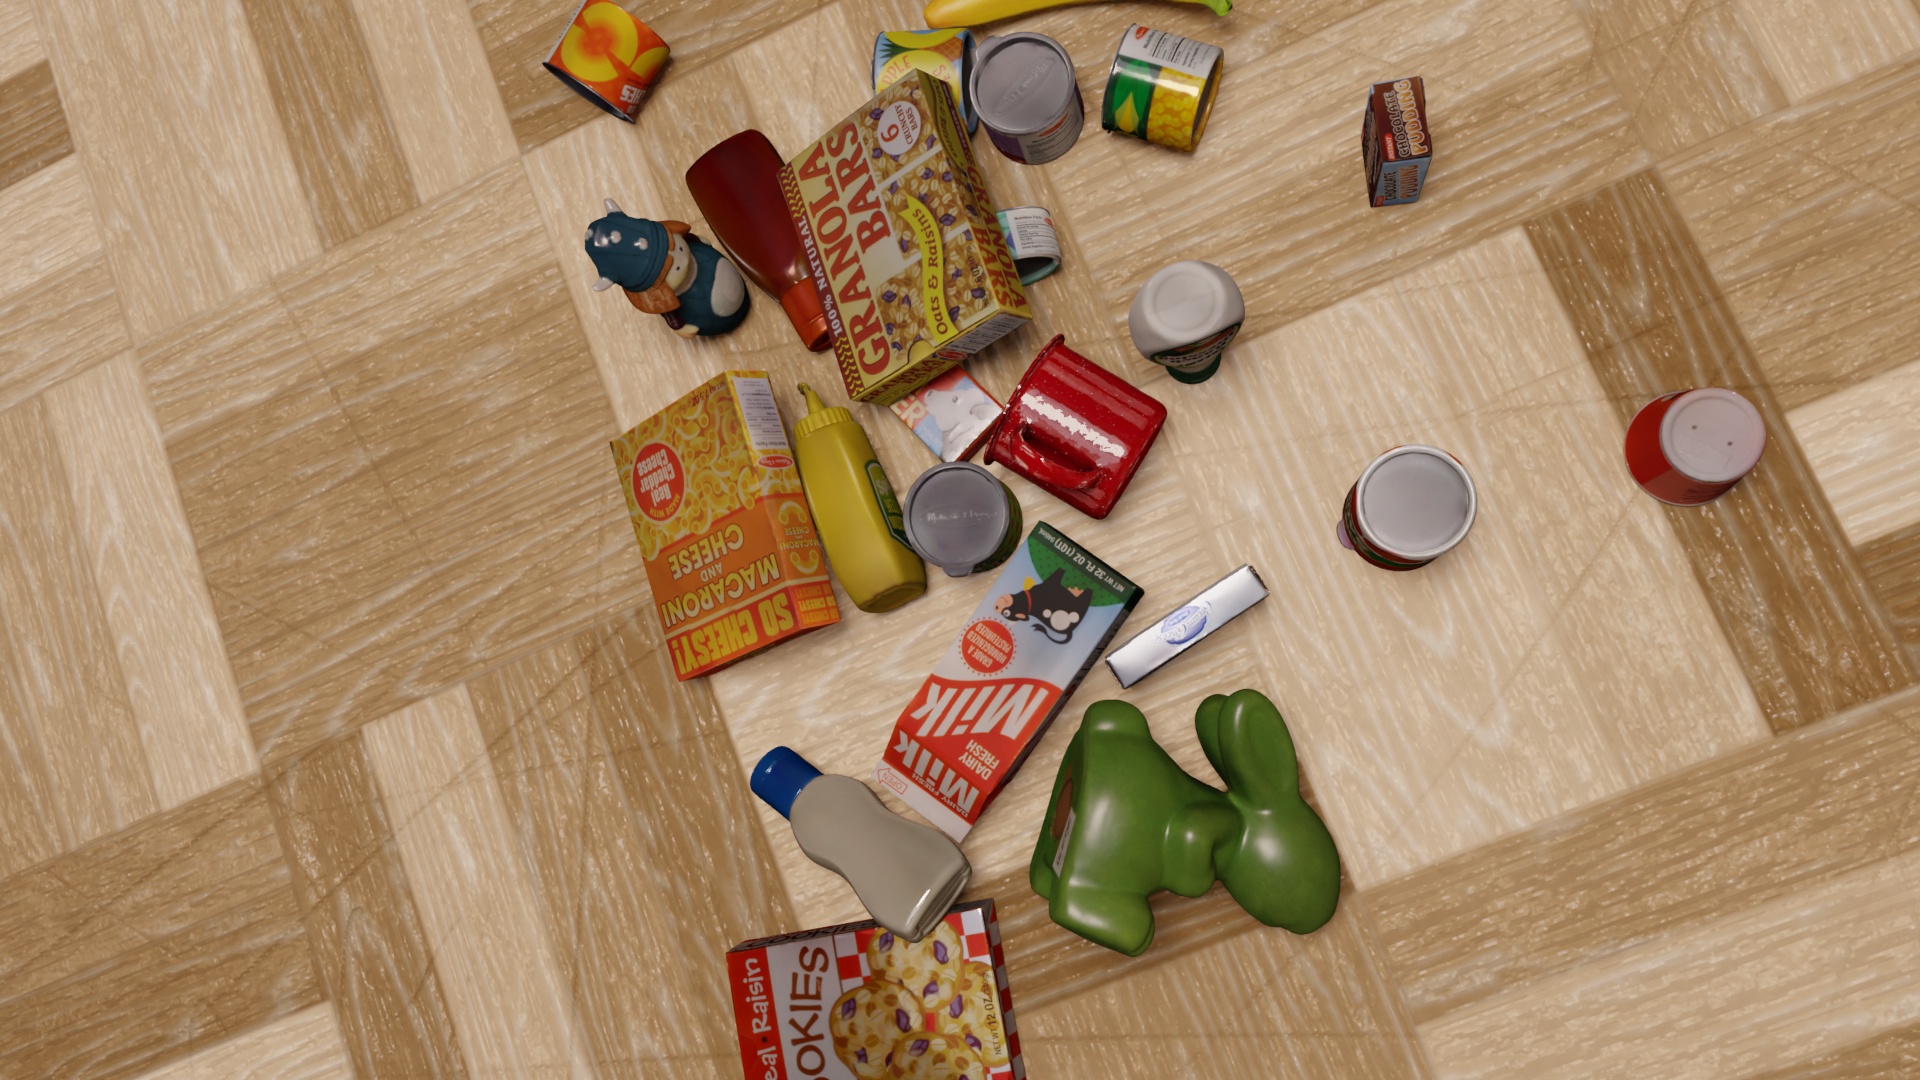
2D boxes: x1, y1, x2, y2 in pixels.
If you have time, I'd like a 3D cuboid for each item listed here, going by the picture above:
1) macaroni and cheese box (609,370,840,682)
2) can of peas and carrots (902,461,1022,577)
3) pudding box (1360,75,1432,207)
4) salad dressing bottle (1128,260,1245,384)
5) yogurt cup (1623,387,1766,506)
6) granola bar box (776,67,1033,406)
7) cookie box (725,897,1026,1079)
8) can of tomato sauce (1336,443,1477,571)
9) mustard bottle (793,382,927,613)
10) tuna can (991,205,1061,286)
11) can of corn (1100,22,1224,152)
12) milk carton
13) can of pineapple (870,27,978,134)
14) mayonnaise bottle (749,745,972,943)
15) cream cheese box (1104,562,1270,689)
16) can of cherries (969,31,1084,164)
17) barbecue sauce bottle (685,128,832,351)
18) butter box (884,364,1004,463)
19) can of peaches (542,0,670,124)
[{"bbox_3d":[-0.151,-0.008,0.881,0.123,0.040,0.166,-24,80,37],"label":"macaroni and cheese box"},{"bbox_3d":[0.003,-0.011,0.866,0.071,0.058,0.071,-1,85,11],"label":"can of peas and carrots"},{"bbox_3d":[0.258,-0.235,0.825,0.030,0.083,0.049,-7,84,11],"label":"pudding box"},{"bbox_3d":[0.132,-0.122,0.806,0.064,0.147,0.044,-21,82,9],"label":"salad dressing bottle"},{"bbox_3d":[0.420,-0.056,0.790,0.072,0.054,0.072,-1,85,12],"label":"yogurt cup"},{"bbox_3d":[-0.038,-0.184,0.855,0.124,0.039,0.166,-27,75,33],"label":"granola bar box"},{"bbox_3d":[-0.052,0.298,0.855,0.167,0.040,0.123,-12,82,10],"label":"cookie box"},{"bbox_3d":[0.256,-0.018,0.804,0.071,0.083,0.071,-1,84,11],"label":"can of tomato sauce"},{"bbox_3d":[-0.071,-0.034,0.882,0.049,0.065,0.160,-26,76,12],"label":"mustard bottle"},{"bbox_3d":[0.027,-0.181,0.876,0.071,0.071,0.033,-16,83,10],"label":"tuna can"},{"bbox_3d":[0.126,-0.279,0.867,0.058,0.071,0.071,20,89,12],"label":"can of corn"},{"bbox_3d":[0.027,0.087,0.844,0.072,0.073,0.190,35,92,12],"label":"milk carton"},{"bbox_3d":[-0.022,-0.294,0.894,0.058,0.071,0.071,1,85,11],"label":"can of pineapple"},{"bbox_3d":[-0.066,0.179,0.853,0.148,0.041,0.065,31,71,28],"label":"mayonnaise bottle"},{"bbox_3d":[0.136,0.052,0.836,0.104,0.053,0.024,-34,81,6],"label":"cream cheese box"},{"bbox_3d":[0.042,-0.283,0.886,0.071,0.058,0.071,-1,85,12],"label":"can of cherries"},{"bbox_3d":[-0.121,-0.195,0.917,0.065,0.043,0.148,-32,80,7],"label":"barbecue sauce bottle"},{"bbox_3d":[-0.022,-0.098,0.897,0.053,0.024,0.103,-46,78,5],"label":"butter box"},{"bbox_3d":[-0.237,-0.327,0.943,0.071,0.071,0.058,32,91,12],"label":"can of peaches"}]
